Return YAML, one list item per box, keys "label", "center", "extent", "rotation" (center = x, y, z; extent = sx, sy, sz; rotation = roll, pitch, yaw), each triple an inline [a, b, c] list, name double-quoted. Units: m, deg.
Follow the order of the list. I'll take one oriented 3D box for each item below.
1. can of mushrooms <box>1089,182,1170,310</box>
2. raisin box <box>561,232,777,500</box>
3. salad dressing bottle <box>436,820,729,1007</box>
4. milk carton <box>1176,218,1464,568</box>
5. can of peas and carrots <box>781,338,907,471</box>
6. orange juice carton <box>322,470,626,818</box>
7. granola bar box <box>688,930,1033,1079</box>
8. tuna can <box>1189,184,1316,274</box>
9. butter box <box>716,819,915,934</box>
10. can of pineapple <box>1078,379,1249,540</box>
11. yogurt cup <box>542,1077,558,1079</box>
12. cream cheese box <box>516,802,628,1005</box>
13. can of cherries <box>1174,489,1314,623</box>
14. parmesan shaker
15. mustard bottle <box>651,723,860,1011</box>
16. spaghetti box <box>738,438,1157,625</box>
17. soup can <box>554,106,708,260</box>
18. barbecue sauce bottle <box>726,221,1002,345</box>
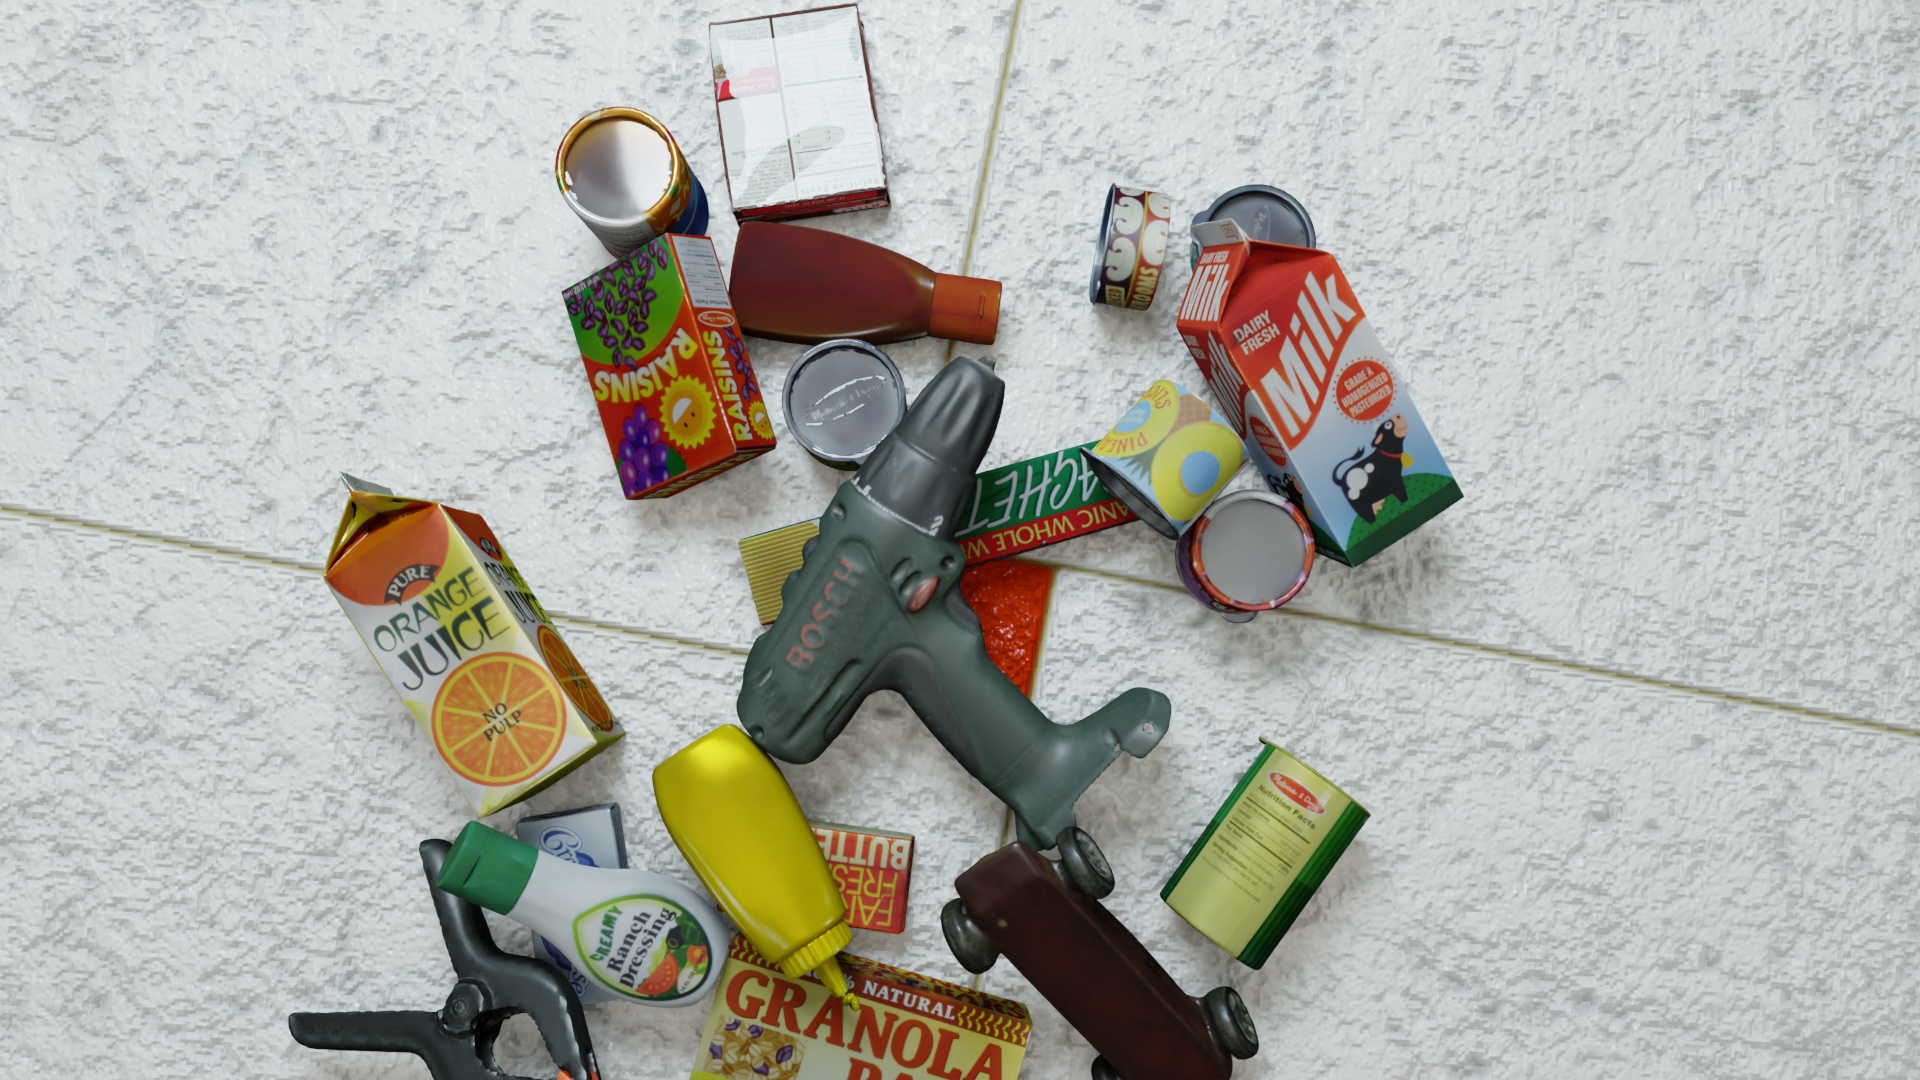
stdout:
- label: "can of mushrooms"
  center: [0.093, -0.159, 0.767]
  extent: [0.033, 0.071, 0.071]
  rotation: [10, 86, -1]
- label: "raisin box"
  center: [-0.159, -0.093, 0.756]
  extent: [0.086, 0.040, 0.123]
  rotation: [-20, 86, 29]
- label: "salad dressing bottle"
  center: [-0.193, 0.191, 0.716]
  extent: [0.147, 0.044, 0.064]
  rotation: [30, 86, -18]
- label: "milk carton"
  center: [0.180, -0.087, 0.738]
  extent: [0.073, 0.072, 0.190]
  rotation: [-33, 102, -2]
- label: "can of peas and carrots"
  center: [-0.061, -0.071, 0.762]
  extent: [0.071, 0.058, 0.071]
  rotation: [0, 87, -1]
- label: "orange juice carton"
  center: [-0.268, 0.046, 0.745]
  extent: [0.073, 0.072, 0.192]
  rotation: [-34, 87, -3]
- label: "granola bar box"
  center: [-0.058, 0.290, 0.746]
  extent: [0.166, 0.039, 0.124]
  rotation: [17, 86, 1]
- label: "tuna can"
  center: [0.162, -0.165, 0.785]
  extent: [0.071, 0.033, 0.071]
  rotation: [0, 86, -1]
- label: "butter box"
  center: [-0.078, 0.181, 0.761]
  extent: [0.103, 0.024, 0.053]
  rotation: [8, 85, 0]
- label: "can of pineapple"
  center: [0.107, -0.044, 0.728]
  extent: [0.071, 0.071, 0.058]
  rotation: [43, 86, 2]
- label: "yogurt cup"
  center: [-0.220, 0.316, 0.731]
  extent: [0.054, 0.072, 0.072]
  rotation: [-13, 86, -9]
- label: "cream cheese box"
  center: [-0.207, 0.199, 0.758]
  extent: [0.053, 0.024, 0.104]
  rotation: [-10, 86, -3]
- label: "can of cherries"
  center: [0.156, 0.009, 0.760]
  extent: [0.071, 0.058, 0.071]
  rotation: [0, 86, -1]
- label: "parmesan shaker"
  center: [0.160, 0.167, 0.746]
  extent: [0.071, 0.071, 0.103]
  rotation: [37, 87, 2]
- label: "mustard bottle"
  center: [-0.099, 0.175, 0.721]
  extent: [0.065, 0.048, 0.160]
  rotation: [-31, 81, -12]
- label: "spaghetti box"
  center: [0.003, -0.010, 0.774]
  extent: [0.250, 0.028, 0.050]
  rotation: [-16, 87, -2]
- label: "soup can"
  center: [-0.176, -0.193, 0.757]
  extent: [0.071, 0.083, 0.071]
  rotation: [0, 86, -1]
- label: "barbecue sauce bottle"
  center: [-0.052, -0.137, 0.775]
  extent: [0.149, 0.043, 0.065]
  rotation: [8, 89, -1]
